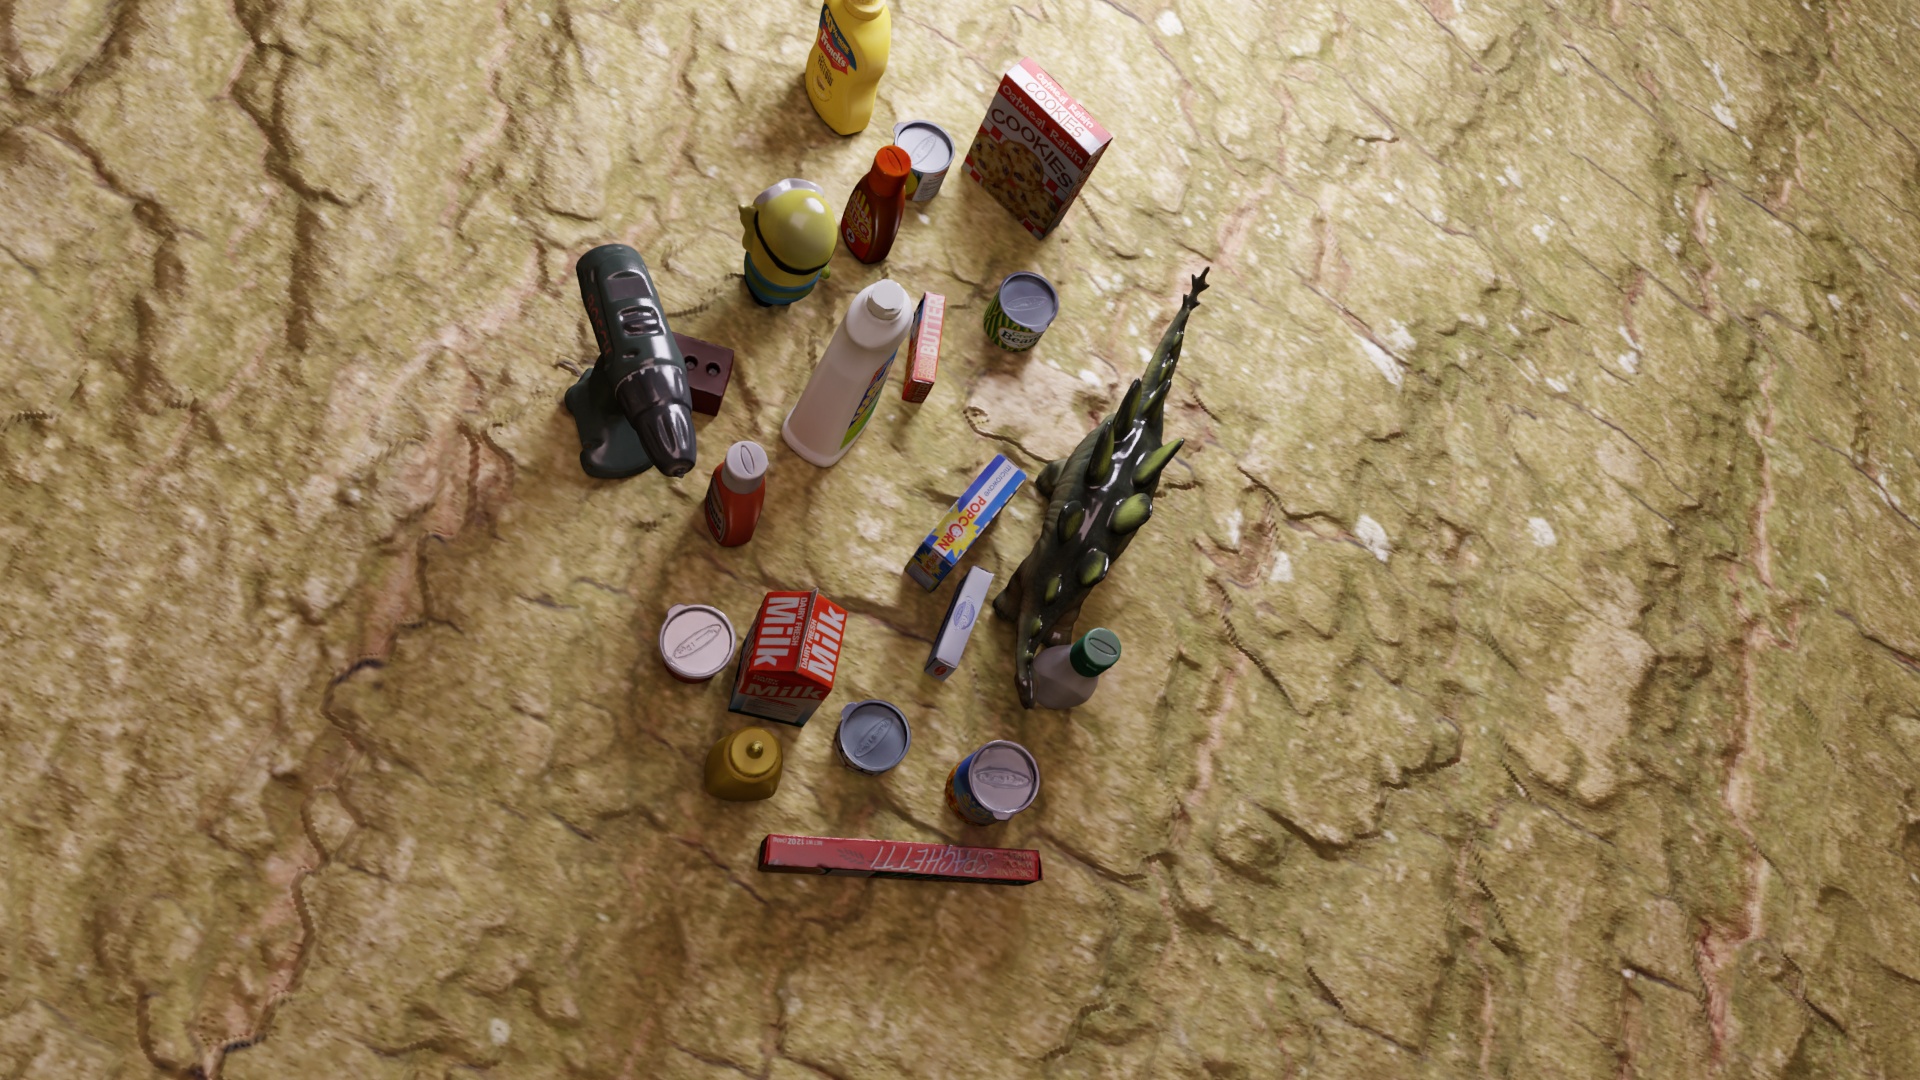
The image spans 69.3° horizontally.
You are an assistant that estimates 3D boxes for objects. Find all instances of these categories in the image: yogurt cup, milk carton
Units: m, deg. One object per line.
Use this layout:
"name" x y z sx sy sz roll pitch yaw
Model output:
"yogurt cup" -0.238 0.096 1.245 0.072 0.053 0.072 5 69 -14
"milk carton" -0.147 0.100 1.195 0.073 0.189 0.072 15 67 -11

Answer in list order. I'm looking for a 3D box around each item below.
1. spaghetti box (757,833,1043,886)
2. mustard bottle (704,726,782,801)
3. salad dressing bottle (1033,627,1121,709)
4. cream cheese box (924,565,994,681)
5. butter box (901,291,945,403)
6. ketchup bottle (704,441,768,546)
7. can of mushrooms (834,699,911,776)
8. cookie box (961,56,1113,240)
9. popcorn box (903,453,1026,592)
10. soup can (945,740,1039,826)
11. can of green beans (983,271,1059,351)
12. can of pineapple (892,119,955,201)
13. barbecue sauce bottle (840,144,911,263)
"spaghetti box" -0.052 0.285 1.232 0.250 0.050 0.029 7 69 -14
"mustard bottle" -0.178 0.186 1.171 0.065 0.159 0.049 6 69 -14
"salad dressing bottle" 0.106 0.118 1.287 0.064 0.147 0.044 29 65 -5
"cream cheese box" -0.002 0.079 1.322 0.024 0.053 0.104 25 65 -6
"butter box" -0.037 -0.196 1.413 0.024 0.053 0.104 12 68 -12
"ketchup bottle" -0.201 -0.046 1.256 0.044 0.148 0.065 -14 75 -20
"can of mushrooms" -0.083 0.179 1.271 0.071 0.033 0.071 5 69 -14
"cookie box" 0.078 -0.410 1.464 0.123 0.166 0.040 44 65 3
"popcorn box" 0.005 -0.017 1.341 0.038 0.085 0.127 40 65 0
"soup can" 0.027 0.224 1.259 0.071 0.083 0.071 5 69 -14
"can of green beans" 0.063 -0.239 1.456 0.071 0.057 0.071 5 69 -14
"can of pineapple" -0.046 -0.408 1.487 0.071 0.057 0.071 5 69 -14
"barbecue sauce bottle" -0.083 -0.342 1.401 0.044 0.148 0.065 -24 79 -23
